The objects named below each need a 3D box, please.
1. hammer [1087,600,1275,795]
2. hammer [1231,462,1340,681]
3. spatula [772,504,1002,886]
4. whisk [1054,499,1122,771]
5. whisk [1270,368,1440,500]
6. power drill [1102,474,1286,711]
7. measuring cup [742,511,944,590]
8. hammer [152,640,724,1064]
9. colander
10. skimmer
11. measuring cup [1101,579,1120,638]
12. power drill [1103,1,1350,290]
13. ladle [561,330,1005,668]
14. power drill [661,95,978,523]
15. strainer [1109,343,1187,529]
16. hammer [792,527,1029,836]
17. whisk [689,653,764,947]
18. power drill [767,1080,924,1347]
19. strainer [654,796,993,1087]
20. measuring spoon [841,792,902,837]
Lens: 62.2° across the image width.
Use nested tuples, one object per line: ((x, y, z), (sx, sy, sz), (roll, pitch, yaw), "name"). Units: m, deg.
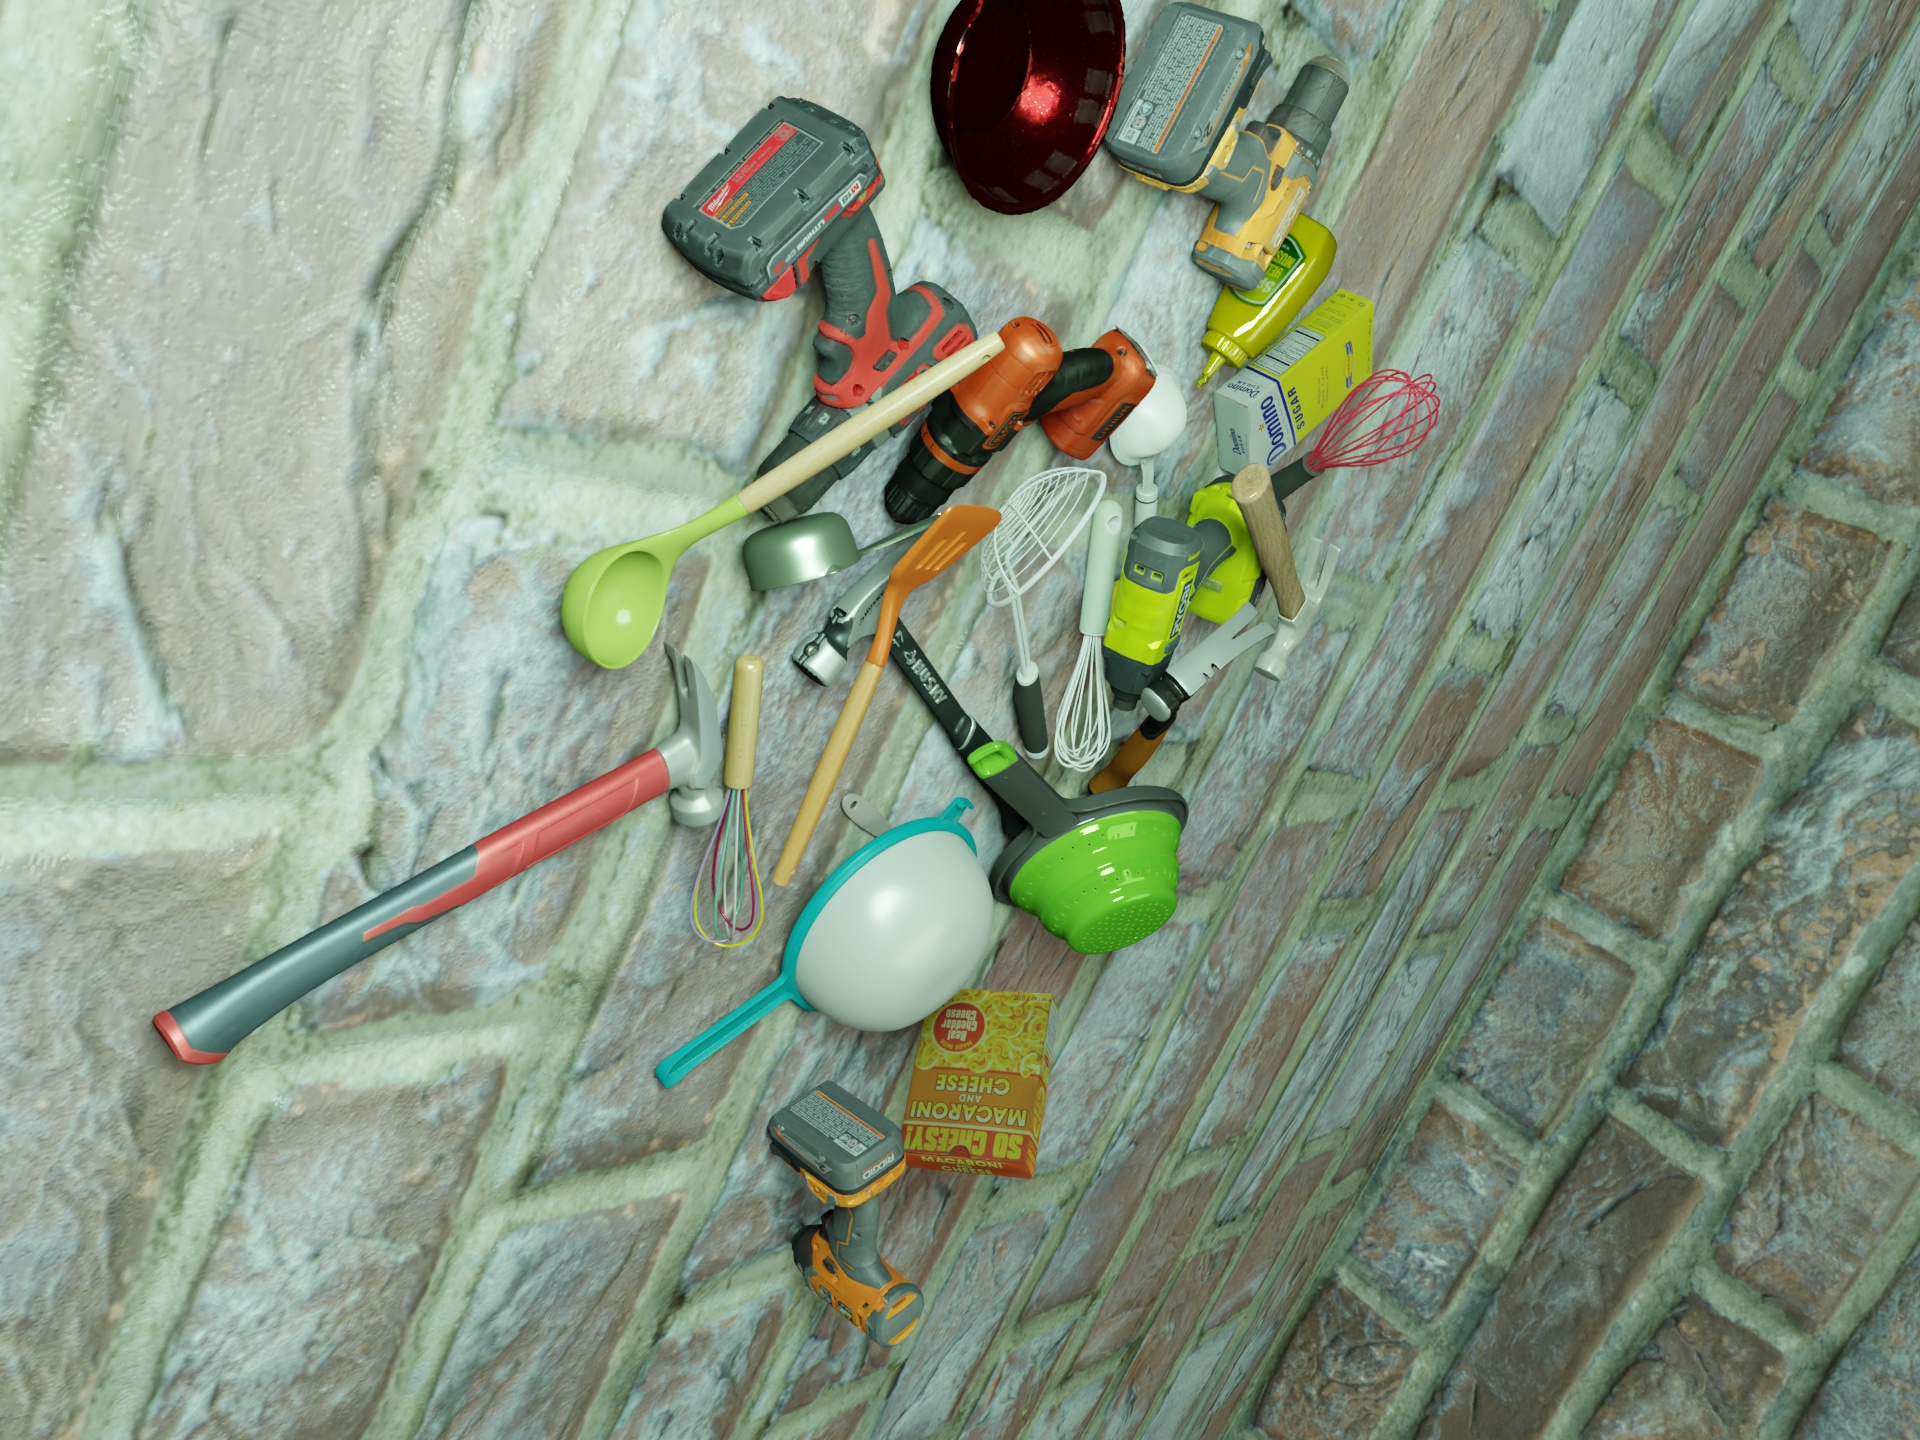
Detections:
((0.175, 0.003, 1.411), (0.127, 0.034, 0.336), (-38, 170, -19), "hammer")
((0.279, -0.143, 1.395), (0.130, 0.031, 0.331), (-60, 156, -6), "hammer")
((-0.065, -0.016, 1.154), (0.081, 0.041, 0.322), (-3, 121, -62), "spatula")
((0.114, -0.071, 1.379), (0.057, 0.059, 0.246), (-6, 113, -30), "whisk")
((0.318, -0.230, 1.378), (0.073, 0.073, 0.296), (-40, -177, -22), "whisk")
((0.196, -0.115, 1.386), (0.223, 0.080, 0.171), (-37, 146, -50), "power drill")
((-0.072, -0.131, 1.080), (0.167, 0.083, 0.038), (-26, 106, -30), "measuring cup")
((-0.314, 0.086, 0.999), (0.386, 0.038, 0.143), (-31, 138, -33), "hammer")
((0.105, 0.125, 1.428), (0.204, 0.095, 0.396), (-29, 149, 10), "colander")
((0.075, -0.064, 1.282), (0.127, 0.090, 0.362), (-60, 158, -27), "skimmer")
((0.151, -0.082, 1.460), (0.062, 0.029, 0.156), (-56, 158, -9), "measuring cup")
((0.210, -0.443, 1.180), (0.226, 0.084, 0.185), (16, 104, -60), "power drill")
((-0.105, -0.137, 0.969), (0.320, 0.062, 0.078), (-32, 153, 3), "ladle")
((-0.091, -0.239, 0.975), (0.188, 0.080, 0.226), (-48, 149, -7), "power drill")
((0.162, -0.200, 1.355), (0.087, 0.050, 0.258), (-34, 144, -26), "strainer")
((-0.002, -0.004, 1.318), (0.149, 0.036, 0.408), (-51, 147, -10), "hammer")
((-0.161, 0.064, 1.168), (0.051, 0.047, 0.244), (-32, 138, -54), "whisk")
((-0.114, 0.451, 1.470), (0.084, 0.164, 0.226), (-26, 124, -37), "power drill")
((-0.090, 0.223, 1.329), (0.340, 0.095, 0.210), (-33, 145, -26), "strainer")
((-0.066, 0.090, 1.328), (0.034, 0.018, 0.124), (-52, 147, -6), "measuring spoon")
